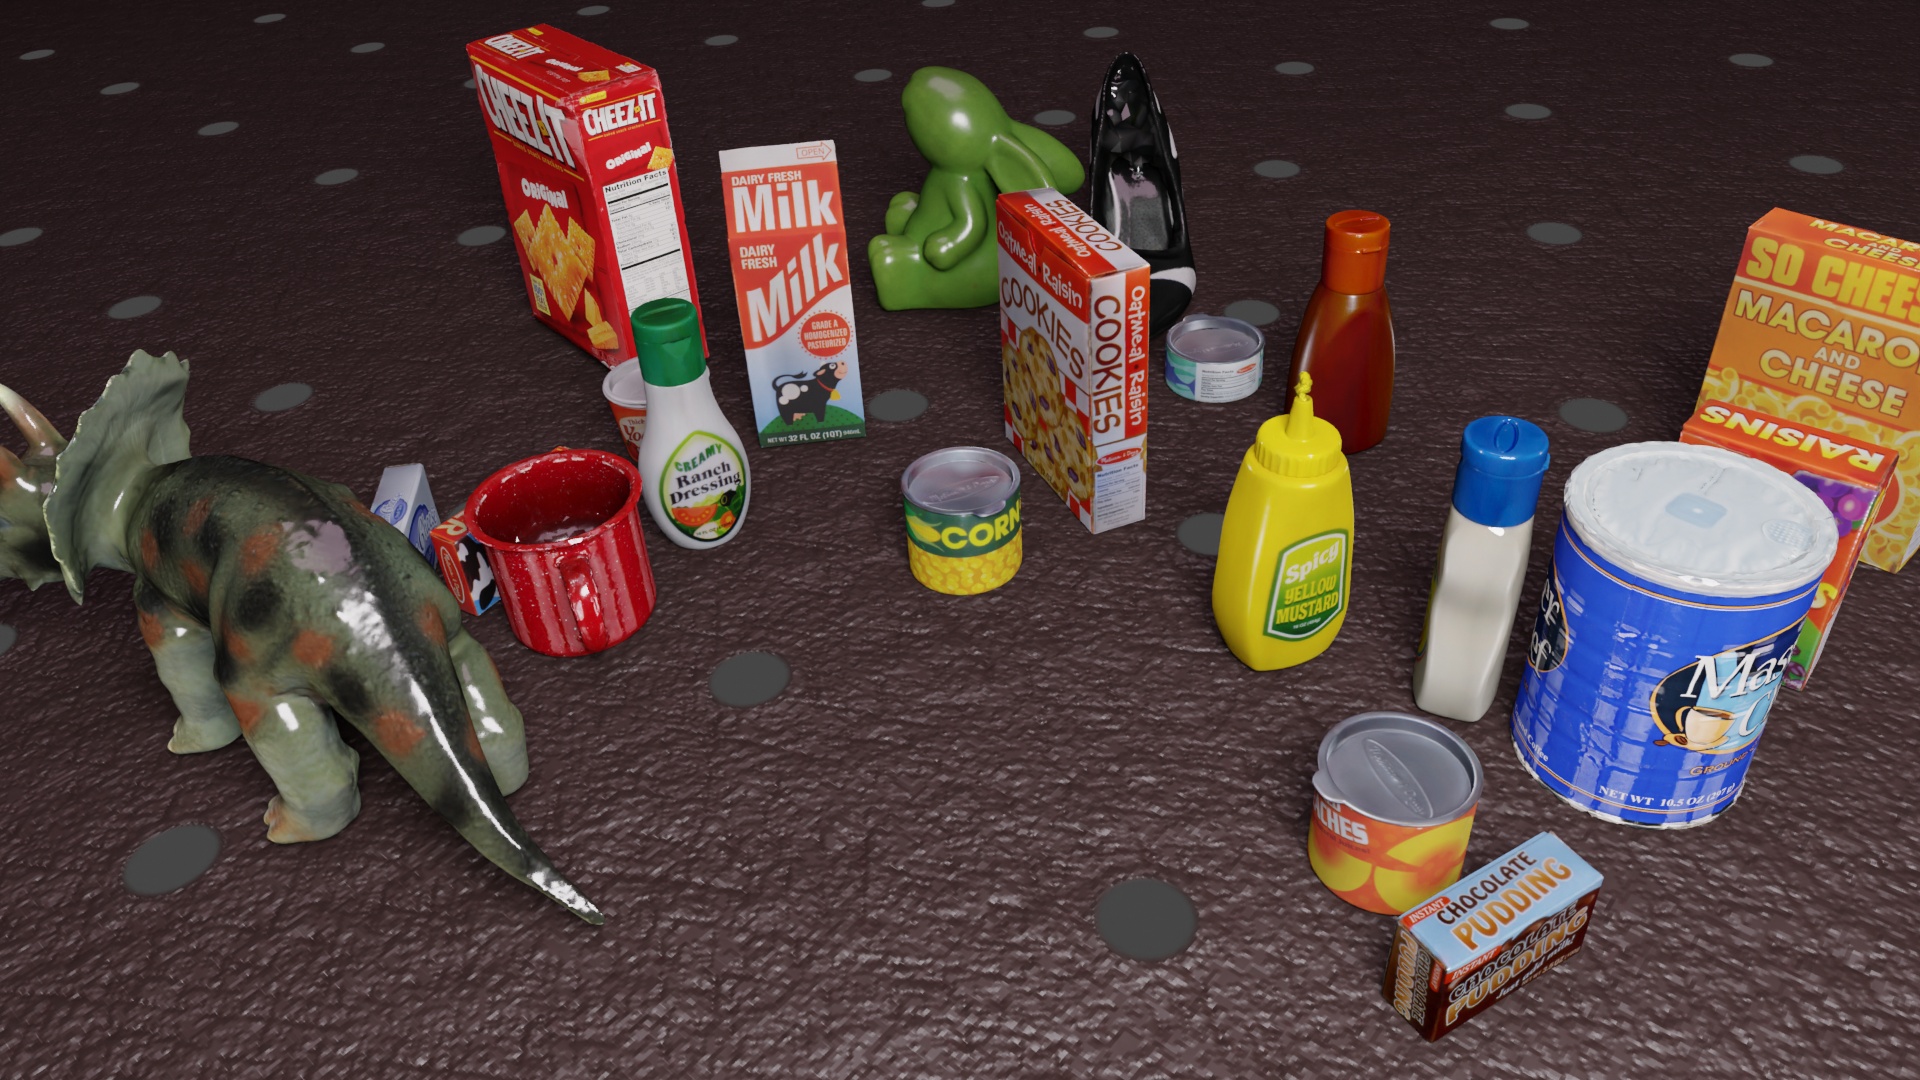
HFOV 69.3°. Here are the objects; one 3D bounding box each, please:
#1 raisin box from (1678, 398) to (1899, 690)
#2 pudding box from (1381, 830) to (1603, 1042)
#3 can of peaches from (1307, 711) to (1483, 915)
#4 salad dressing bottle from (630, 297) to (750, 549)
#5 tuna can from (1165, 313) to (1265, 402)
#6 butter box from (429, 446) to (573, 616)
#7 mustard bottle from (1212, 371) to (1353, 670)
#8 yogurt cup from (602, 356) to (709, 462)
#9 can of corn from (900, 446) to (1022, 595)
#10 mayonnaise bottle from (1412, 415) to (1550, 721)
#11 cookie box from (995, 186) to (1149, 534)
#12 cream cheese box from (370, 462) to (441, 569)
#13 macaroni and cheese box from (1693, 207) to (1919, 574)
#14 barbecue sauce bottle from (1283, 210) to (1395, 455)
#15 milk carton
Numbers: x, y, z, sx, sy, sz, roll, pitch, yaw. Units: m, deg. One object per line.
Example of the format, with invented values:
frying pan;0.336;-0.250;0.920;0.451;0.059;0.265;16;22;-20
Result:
raisin box;0.385;0.002;0.675;0.086;0.122;0.040;26;46;35
pudding box;0.208;0.154;0.545;0.084;0.049;0.030;-21;39;-22
can of peaches;0.181;0.117;0.592;0.071;0.057;0.071;-3;36;2
salad dressing bottle;-0.158;-0.065;0.797;0.064;0.146;0.044;-21;39;-22
tuna can;0.171;-0.124;0.943;0.071;0.032;0.071;-3;36;2
butter box;-0.255;-0.007;0.806;0.024;0.052;0.104;18;41;27
mustard bottle;0.161;-0.010;0.680;0.065;0.159;0.049;-17;38;-17
yogurt cup;-0.194;-0.084;0.905;0.072;0.053;0.073;-3;36;2
can of corn;0.003;-0.010;0.781;0.071;0.058;0.071;-3;36;2
mayonnaise bottle;0.243;0.013;0.652;0.041;0.147;0.065;12;39;21
cookie box;0.064;-0.107;0.816;0.040;0.166;0.123;-16;38;-16
cream cheese box;-0.320;0.006;0.795;0.024;0.053;0.104;-8;36;-5
macaroni and cheese box;0.469;-0.081;0.743;0.040;0.165;0.124;-30;44;-31
barbecue sauce bottle;0.232;-0.123;0.838;0.065;0.147;0.044;-11;37;-9
milk carton;-0.105;-0.160;0.885;0.072;0.189;0.074;-7;36;-4
